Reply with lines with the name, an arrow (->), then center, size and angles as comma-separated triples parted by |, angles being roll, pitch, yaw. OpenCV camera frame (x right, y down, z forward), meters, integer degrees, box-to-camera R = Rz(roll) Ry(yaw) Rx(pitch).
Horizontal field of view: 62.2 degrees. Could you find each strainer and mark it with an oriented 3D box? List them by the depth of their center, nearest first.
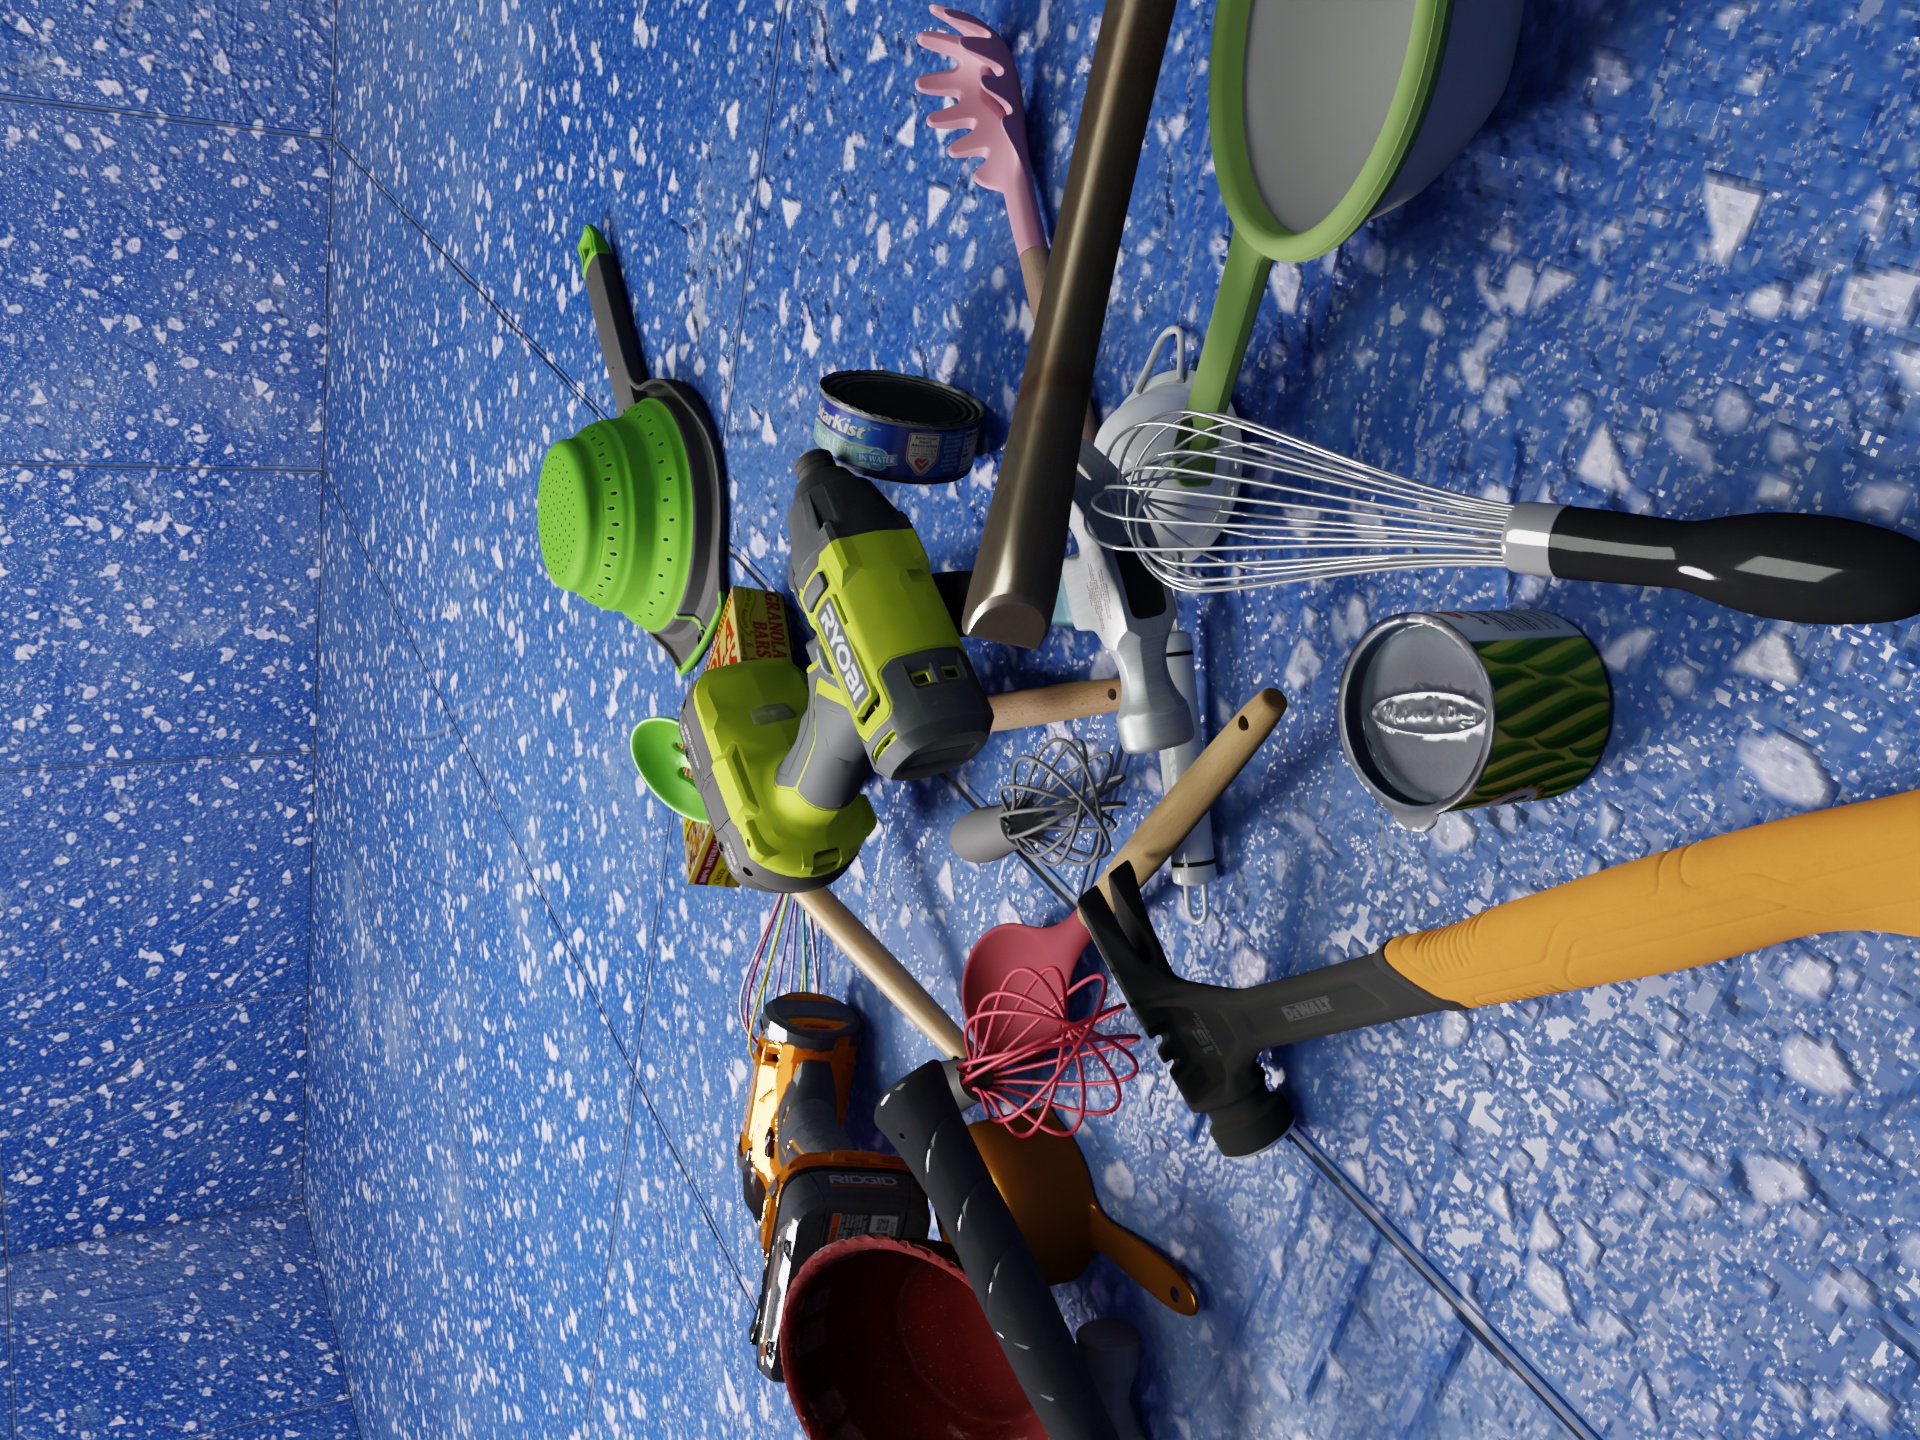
strainer -> 0.135, -0.190, 0.562 | 0.152, 0.069, 0.256 | -107, 21, -44
strainer -> 0.088, -0.040, 0.678 | 0.087, 0.050, 0.258 | -4, 93, 52

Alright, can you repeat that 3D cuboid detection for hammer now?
hammer -> 0.170, 0.072, 0.529 | 0.337, 0.034, 0.127 | -30, 91, 53
hammer -> 0.058, -0.231, 0.597 | 0.146, 0.038, 0.410 | -133, 56, -77
hammer -> 0.069, 0.328, 0.646 | 0.149, 0.036, 0.409 | -33, 82, 52
hammer -> 0.009, -0.055, 0.765 | 0.331, 0.033, 0.128 | -176, 73, -68
hammer -> -0.006, 0.342, 0.881 | 0.331, 0.031, 0.130 | 8, 99, 59

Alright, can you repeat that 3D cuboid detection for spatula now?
spatula -> -0.001, -0.003, 0.848 | 0.317, 0.044, 0.082 | -7, 87, 54

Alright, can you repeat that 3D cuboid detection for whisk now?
whisk -> 0.156, -0.062, 0.512 | 0.285, 0.070, 0.070 | 14, 106, 42
whisk -> 0.026, 0.046, 0.738 | 0.239, 0.055, 0.055 | 144, 119, -75
whisk -> 0.015, 0.164, 0.740 | 0.295, 0.073, 0.073 | 128, 132, -68
whisk -> -0.106, 0.110, 1.014 | 0.051, 0.047, 0.245 | 30, 115, 56

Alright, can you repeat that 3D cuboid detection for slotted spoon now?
slotted spoon -> -0.091, 0.098, 0.927 | 0.314, 0.031, 0.070 | 42, 134, 28

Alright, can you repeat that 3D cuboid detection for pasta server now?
pasta server -> 0.034, -0.196, 0.752 | 0.060, 0.040, 0.316 | 136, 124, -67

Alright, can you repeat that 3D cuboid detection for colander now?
colander -> -0.280, -0.224, 1.215 | 0.204, 0.094, 0.397 | -48, 53, 50

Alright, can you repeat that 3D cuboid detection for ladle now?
ladle -> 0.066, 0.074, 0.703 | 0.069, 0.031, 0.315 | 62, 149, 22

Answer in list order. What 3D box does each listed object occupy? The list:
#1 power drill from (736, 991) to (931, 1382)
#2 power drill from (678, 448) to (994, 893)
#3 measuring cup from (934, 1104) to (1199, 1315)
power drill -> -0.085, 0.277, 0.914 | 0.227, 0.084, 0.164 | -130, 49, -69
power drill -> -0.073, -0.018, 0.827 | 0.223, 0.080, 0.171 | -51, 57, 52
measuring cup -> 0.044, 0.249, 0.766 | 0.174, 0.052, 0.095 | 14, 105, 60
